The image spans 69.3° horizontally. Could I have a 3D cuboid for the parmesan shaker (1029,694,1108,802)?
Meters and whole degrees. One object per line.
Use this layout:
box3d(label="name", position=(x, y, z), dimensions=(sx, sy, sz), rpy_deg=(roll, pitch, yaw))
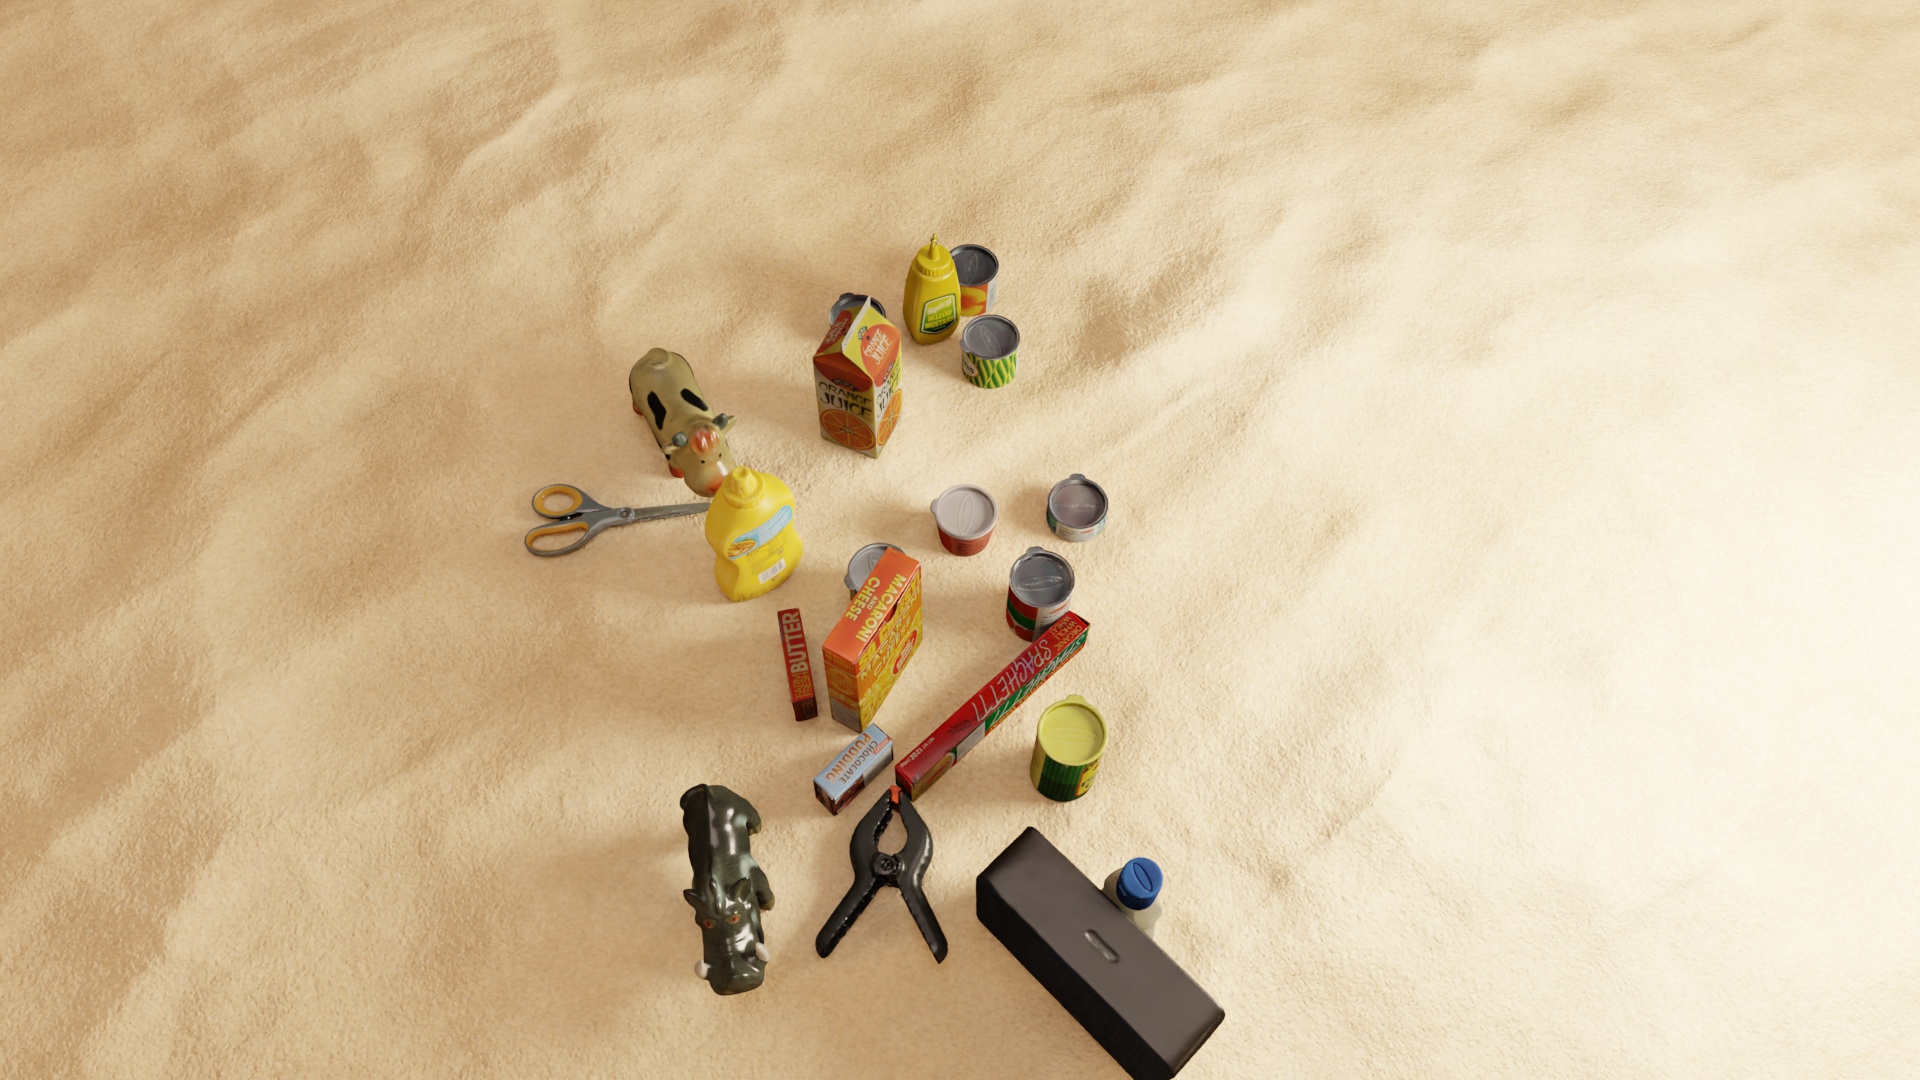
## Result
box3d(label="parmesan shaker", position=(0.103, 0.200, 1.331), dimensions=(0.071, 0.102, 0.071), rpy_deg=(1, 60, -1))

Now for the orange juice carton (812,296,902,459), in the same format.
box3d(label="orange juice carton", position=(-0.109, -0.178, 1.496), dimensions=(0.073, 0.191, 0.072), rpy_deg=(21, 61, 10))

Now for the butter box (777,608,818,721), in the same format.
box3d(label="butter box", position=(-0.164, 0.125, 1.396), dimensions=(0.024, 0.053, 0.104), rpy_deg=(-10, 60, -7))

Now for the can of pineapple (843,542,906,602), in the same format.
box3d(label="can of pineapple", position=(-0.085, 0.045, 1.443), dimensions=(0.071, 0.057, 0.071), rpy_deg=(1, 60, -1))

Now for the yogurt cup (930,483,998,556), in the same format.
box3d(label="yogurt cup", position=(0.005, -0.019, 1.486), dimensions=(0.072, 0.053, 0.073), rpy_deg=(1, 60, -1))

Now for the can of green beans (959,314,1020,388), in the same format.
box3d(label="can of green beans", position=(0.034, -0.217, 1.602), dimensions=(0.071, 0.057, 0.071), rpy_deg=(1, 60, -1))

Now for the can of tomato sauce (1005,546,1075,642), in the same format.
box3d(label="can of tomato sauce", position=(0.080, 0.057, 1.427), dimensions=(0.071, 0.082, 0.071), rpy_deg=(1, 60, -1))

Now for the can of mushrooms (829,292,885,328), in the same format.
box3d(label="can of mushrooms", position=(-0.122, -0.256, 1.634), dimensions=(0.071, 0.033, 0.071), rpy_deg=(1, 59, -1))

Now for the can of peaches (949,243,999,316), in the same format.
box3d(label="can of peaches", position=(0.009, -0.310, 1.656), dimensions=(0.071, 0.057, 0.071), rpy_deg=(1, 60, -1))

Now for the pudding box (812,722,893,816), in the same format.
box3d(label="pudding box", position=(-0.103, 0.221, 1.343), dimensions=(0.030, 0.049, 0.084), rpy_deg=(39, 66, 19))

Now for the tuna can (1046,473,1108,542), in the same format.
box3d(label="tuna can", position=(0.126, -0.035, 1.512), dimensions=(0.071, 0.032, 0.071), rpy_deg=(1, 59, -1))

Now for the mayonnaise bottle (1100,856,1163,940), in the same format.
box3d(label="mayonnaise bottle", position=(0.152, 0.321, 1.235), dimensions=(0.041, 0.147, 0.065), rpy_deg=(-24, 63, -15))

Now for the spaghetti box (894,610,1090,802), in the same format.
box3d(label="spaghetti box", position=(0.034, 0.162, 1.382), dimensions=(0.251, 0.050, 0.029), rpy_deg=(-40, 68, -22))

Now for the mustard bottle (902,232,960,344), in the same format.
box3d(label="mustard bottle", position=(-0.032, -0.290, 1.584), dimensions=(0.065, 0.159, 0.049), rpy_deg=(-21, 62, -13))

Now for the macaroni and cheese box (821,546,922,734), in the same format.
box3d(label="macaroni and cheese box", position=(-0.082, 0.100, 1.348), dimensions=(0.040, 0.165, 0.124), rpy_deg=(26, 62, 13))
